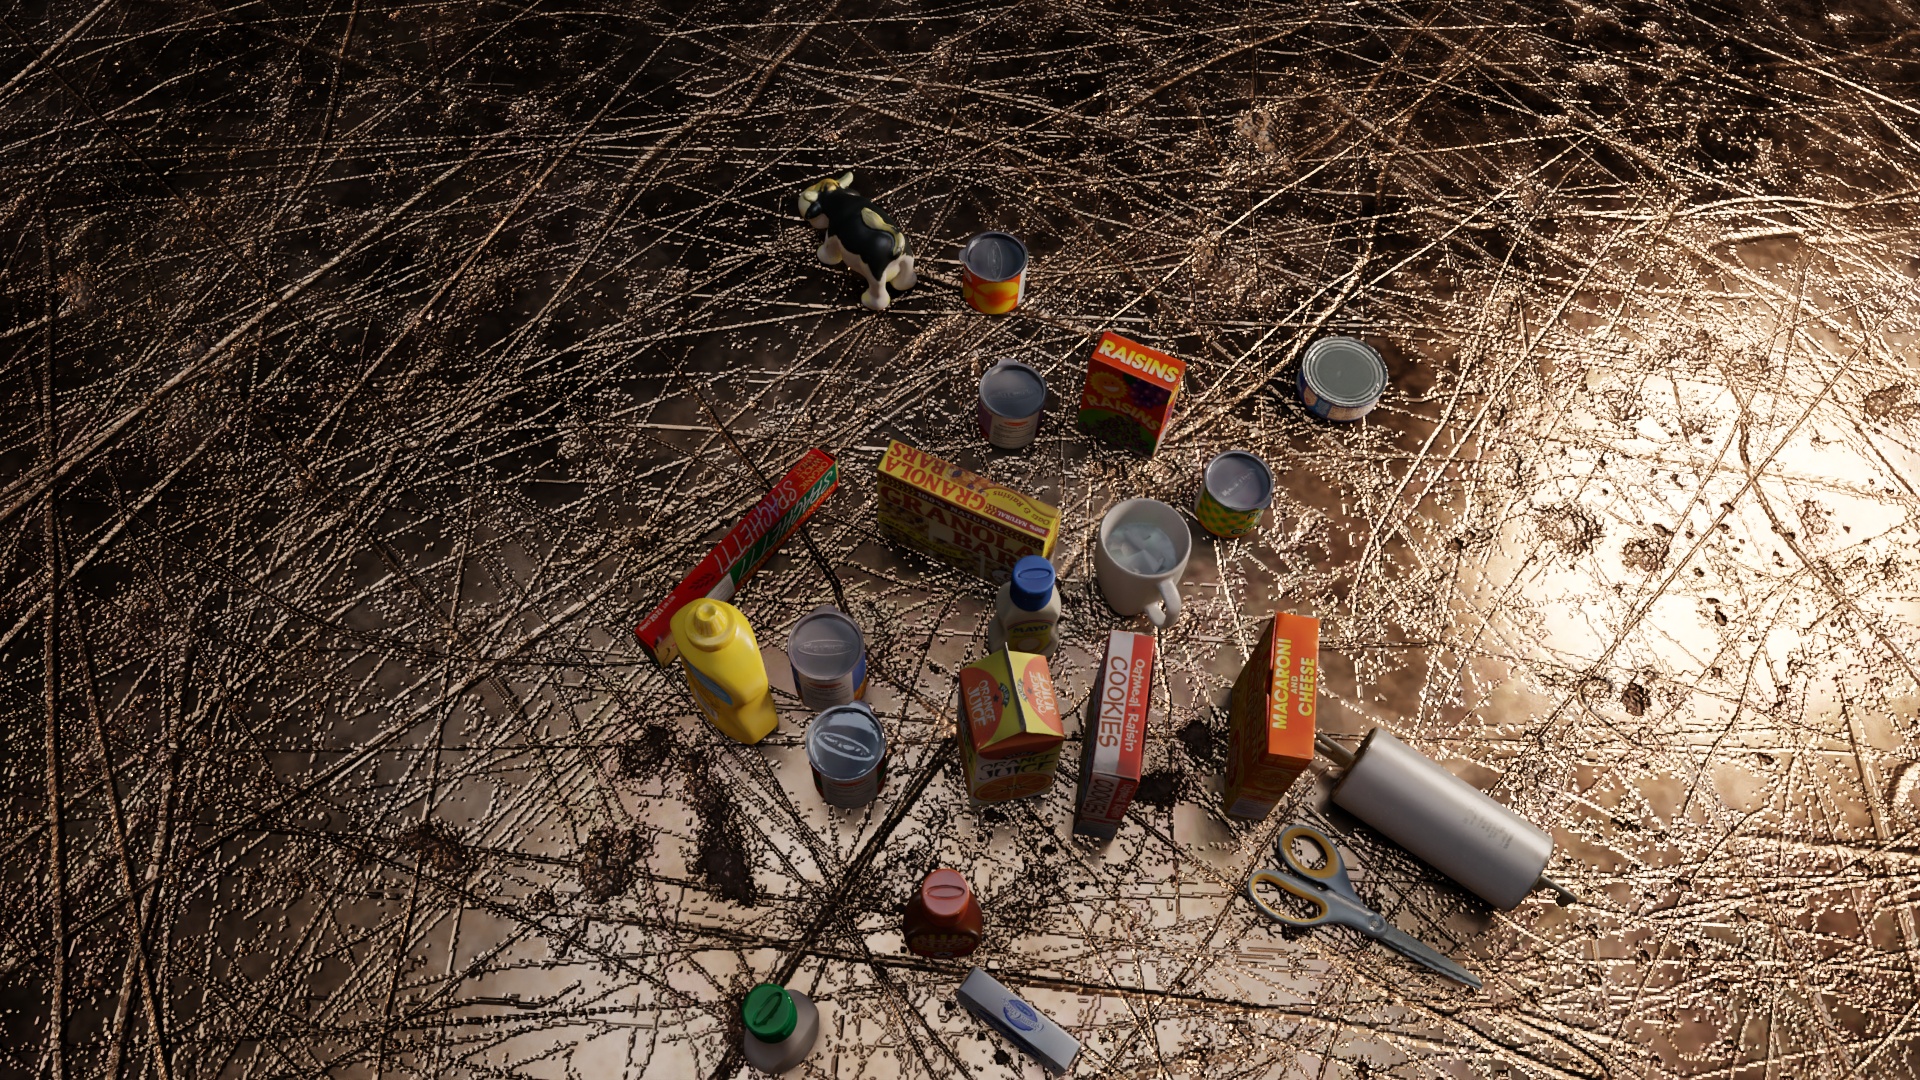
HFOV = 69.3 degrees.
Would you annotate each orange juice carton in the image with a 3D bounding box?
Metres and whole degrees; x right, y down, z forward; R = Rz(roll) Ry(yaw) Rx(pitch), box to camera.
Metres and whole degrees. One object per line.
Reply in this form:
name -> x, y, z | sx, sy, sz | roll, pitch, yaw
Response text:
orange juice carton -> 0.039, 0.152, 1.138 | 0.073, 0.191, 0.072 | -9, 63, -6

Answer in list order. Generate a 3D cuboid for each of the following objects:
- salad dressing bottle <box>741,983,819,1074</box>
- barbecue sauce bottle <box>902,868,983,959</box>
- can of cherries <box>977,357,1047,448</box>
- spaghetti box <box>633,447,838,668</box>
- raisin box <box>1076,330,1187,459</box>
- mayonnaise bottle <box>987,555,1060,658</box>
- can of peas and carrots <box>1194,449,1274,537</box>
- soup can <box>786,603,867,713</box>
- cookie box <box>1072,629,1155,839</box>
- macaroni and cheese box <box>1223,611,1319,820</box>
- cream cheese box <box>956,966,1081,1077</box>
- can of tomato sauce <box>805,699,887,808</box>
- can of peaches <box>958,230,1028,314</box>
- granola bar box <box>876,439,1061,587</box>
salad dressing bottle -> -0.138, 0.364, 1.045 | 0.044, 0.147, 0.064 | 36, 67, 16
barbecue sauce bottle -> -0.013, 0.292, 1.087 | 0.065, 0.148, 0.044 | 0, 62, -2
can of cherries -> 0.050, -0.135, 1.367 | 0.071, 0.058, 0.072 | 1, 62, -1
spaghetti box -> -0.202, 0.013, 1.284 | 0.029, 0.050, 0.251 | 35, 66, 15
raisin box -> 0.163, -0.139, 1.336 | 0.086, 0.122, 0.040 | 25, 64, 11
mayonnaise bottle -> 0.058, 0.062, 1.212 | 0.065, 0.147, 0.041 | -5, 63, -5
can of peas and carrots -> 0.262, -0.042, 1.325 | 0.071, 0.058, 0.071 | 1, 62, -1
soup can -> -0.116, 0.105, 1.219 | 0.071, 0.083, 0.071 | 1, 62, -1
cookie box -> 0.126, 0.164, 1.149 | 0.040, 0.166, 0.123 | 9, 62, 3
macaroni and cheese box -> 0.258, 0.150, 1.161 | 0.040, 0.165, 0.124 | 9, 62, 3
cream cheese box -> 0.045, 0.380, 1.095 | 0.104, 0.053, 0.024 | 33, 66, 15
can of tomato sauce -> -0.095, 0.182, 1.179 | 0.071, 0.082, 0.071 | 1, 62, -1
can of peaches -> 0.033, -0.278, 1.442 | 0.071, 0.057, 0.071 | 1, 62, -1
granola bar box -> 0.005, -0.016, 1.265 | 0.166, 0.123, 0.039 | 23, 64, 10
